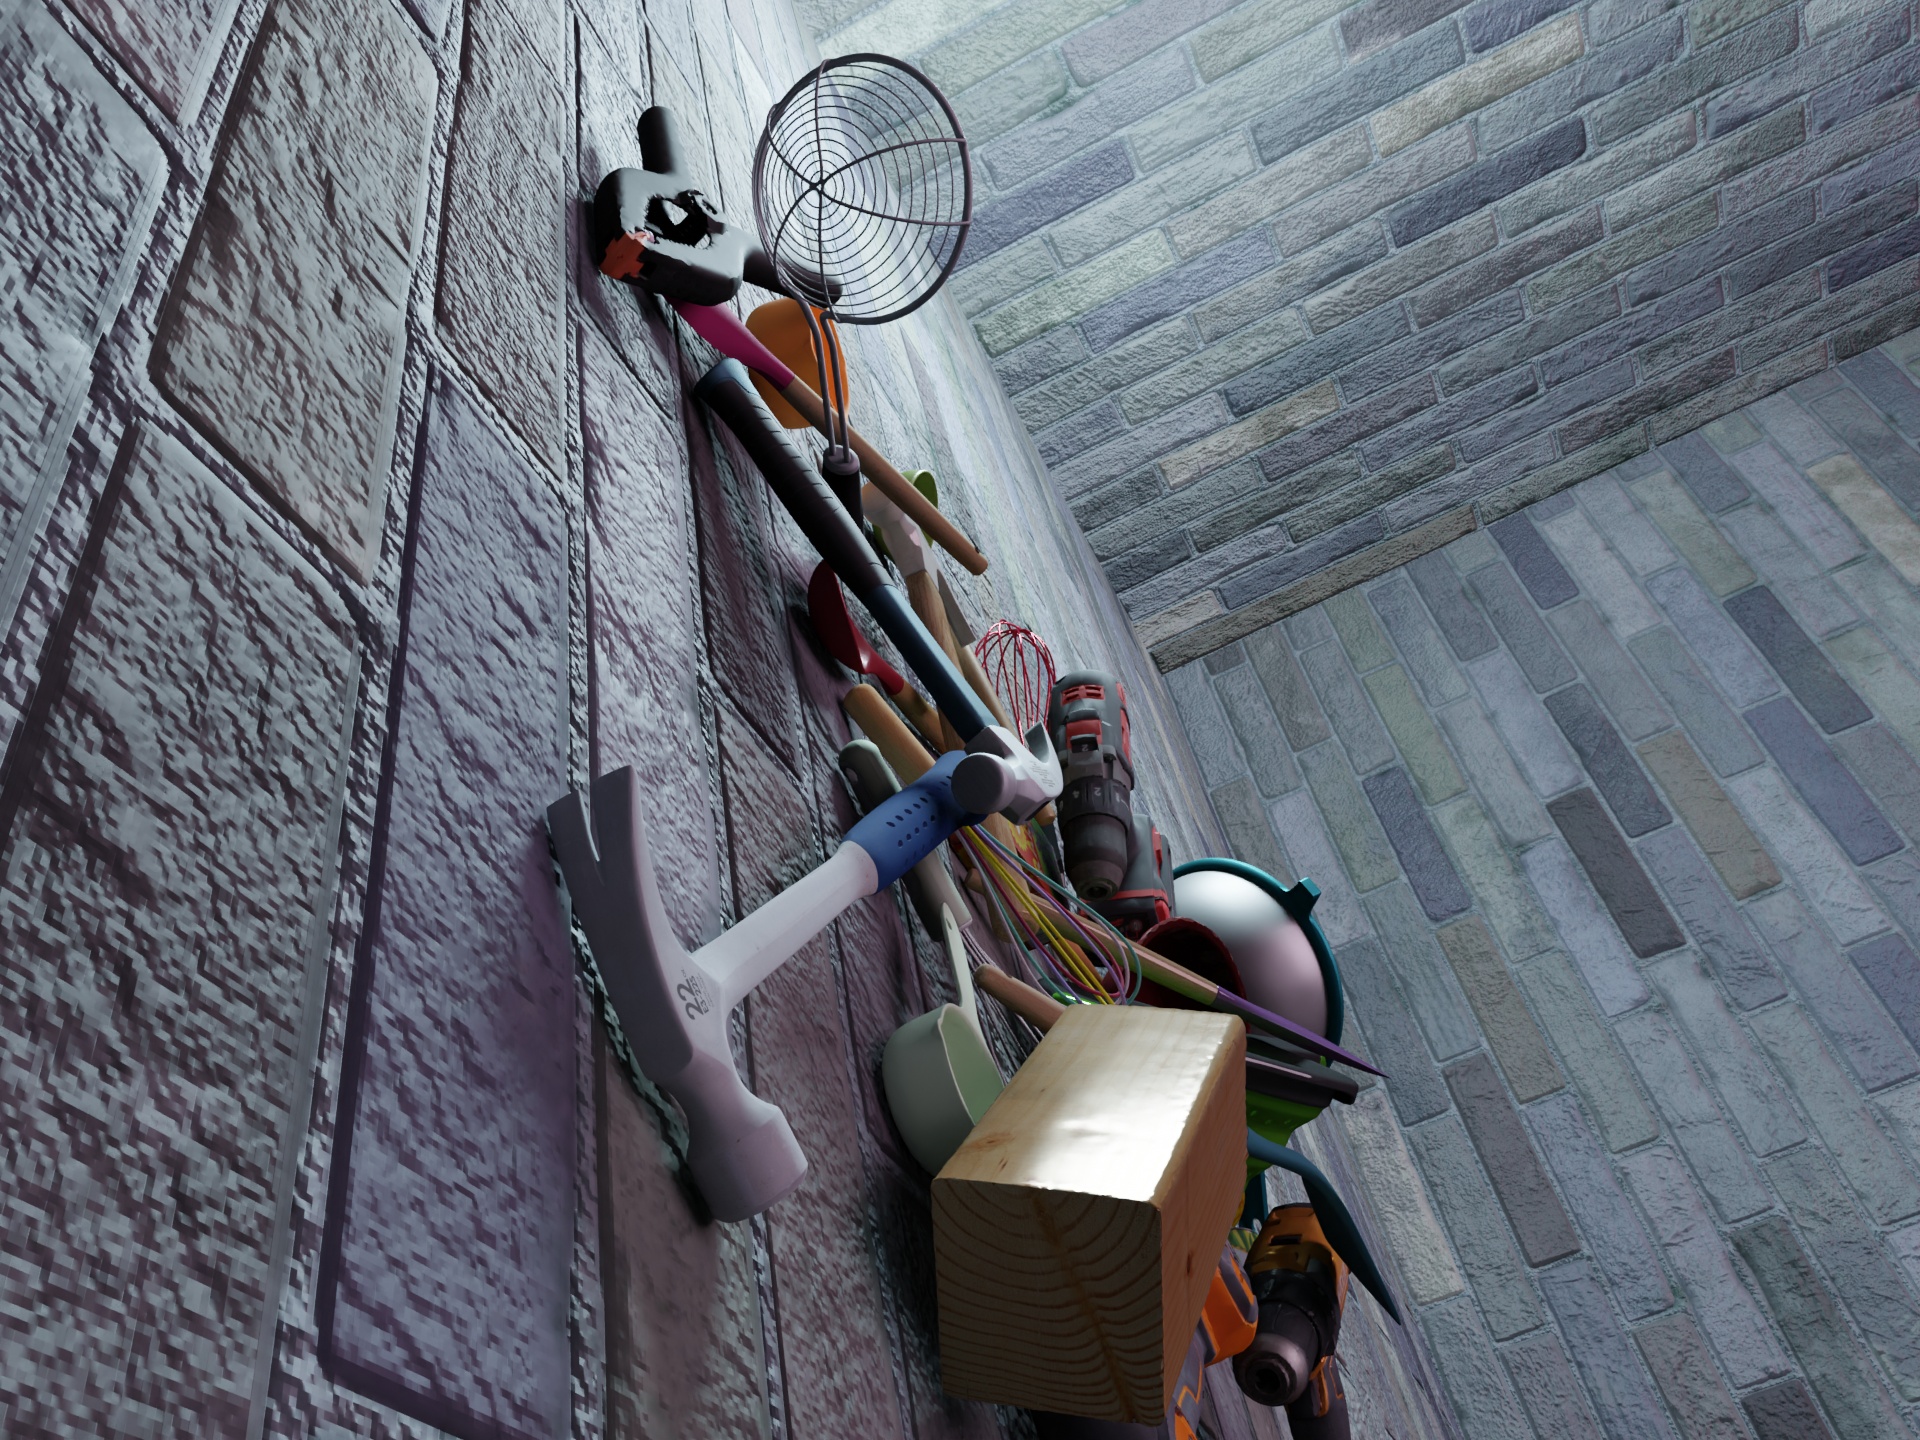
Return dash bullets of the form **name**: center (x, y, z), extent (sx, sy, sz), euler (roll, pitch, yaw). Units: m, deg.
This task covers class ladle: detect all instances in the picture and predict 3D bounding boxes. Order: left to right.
- **ladle**: center (-0.034, -0.014, 1.040), extent (0.315, 0.031, 0.069), euler (50, 19, -60)
- **ladle**: center (0.009, -0.059, 1.166), extent (0.078, 0.062, 0.320), euler (67, -3, -59)

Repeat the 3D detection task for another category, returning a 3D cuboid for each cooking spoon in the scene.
- **cooking spoon**: center (-0.091, -0.195, 0.998), extent (0.318, 0.017, 0.069), euler (42, 22, -28)

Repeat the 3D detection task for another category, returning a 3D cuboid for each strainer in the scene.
- **strainer**: center (0.206, 0.288, 1.304), extent (0.095, 0.211, 0.340), euler (-12, 98, -43)

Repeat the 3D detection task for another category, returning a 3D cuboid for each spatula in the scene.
- **spatula**: center (0.120, 0.243, 1.215), extent (0.322, 0.041, 0.081), euler (55, 13, -26)
- **spatula**: center (0.142, 0.169, 1.041), extent (0.315, 0.018, 0.060), euler (27, -8, -12)
- **spatula**: center (0.125, 0.222, 0.855), extent (0.317, 0.044, 0.082), euler (36, 3, -19)

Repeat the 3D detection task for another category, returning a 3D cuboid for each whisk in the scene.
- **whisk**: center (-0.001, 0.120, 0.855), extent (0.246, 0.059, 0.058), euler (61, -26, 1)
- **whisk**: center (0.015, 0.072, 0.891), extent (0.245, 0.051, 0.047), euler (50, 21, 15)
- **whisk**: center (0.055, 0.032, 1.291), extent (0.073, 0.073, 0.296), euler (53, 23, -47)

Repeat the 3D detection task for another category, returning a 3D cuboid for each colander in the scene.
- **colander**: center (0.168, 0.251, 1.047), extent (0.396, 0.205, 0.094), euler (26, 80, -60)

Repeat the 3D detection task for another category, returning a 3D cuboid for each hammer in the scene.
- **hammer**: center (-0.049, 0.060, 0.680), extent (0.144, 0.035, 0.405), euler (64, 16, -2)
- **hammer**: center (-0.051, -0.078, 0.871), extent (0.331, 0.033, 0.128), euler (54, 14, 19)
- **hammer**: center (-0.002, -0.003, 1.023), extent (0.129, 0.031, 0.332), euler (57, 14, -52)

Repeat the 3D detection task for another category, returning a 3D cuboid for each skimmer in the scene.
- **skimmer**: center (-0.053, -0.203, 0.906), extent (0.127, 0.090, 0.363), euler (35, -22, 16)

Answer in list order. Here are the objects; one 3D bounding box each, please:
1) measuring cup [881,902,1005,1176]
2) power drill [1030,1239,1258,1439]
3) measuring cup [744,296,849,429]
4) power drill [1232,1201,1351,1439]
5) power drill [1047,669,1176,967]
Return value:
- **measuring cup**: center (-0.012, 0.147, 0.757), extent (0.083, 0.038, 0.168), euler (59, 10, -30)
- **power drill**: center (0.084, 0.300, 0.762), extent (0.164, 0.084, 0.226), euler (61, 15, -11)
- **measuring cup**: center (-0.104, -0.198, 1.070), extent (0.095, 0.052, 0.173), euler (-36, 117, -79)
- **power drill**: center (0.204, 0.418, 0.921), extent (0.185, 0.084, 0.226), euler (-11, 92, -72)
- **power drill**: center (0.111, 0.097, 1.189), extent (0.226, 0.080, 0.188), euler (72, 14, -47)
